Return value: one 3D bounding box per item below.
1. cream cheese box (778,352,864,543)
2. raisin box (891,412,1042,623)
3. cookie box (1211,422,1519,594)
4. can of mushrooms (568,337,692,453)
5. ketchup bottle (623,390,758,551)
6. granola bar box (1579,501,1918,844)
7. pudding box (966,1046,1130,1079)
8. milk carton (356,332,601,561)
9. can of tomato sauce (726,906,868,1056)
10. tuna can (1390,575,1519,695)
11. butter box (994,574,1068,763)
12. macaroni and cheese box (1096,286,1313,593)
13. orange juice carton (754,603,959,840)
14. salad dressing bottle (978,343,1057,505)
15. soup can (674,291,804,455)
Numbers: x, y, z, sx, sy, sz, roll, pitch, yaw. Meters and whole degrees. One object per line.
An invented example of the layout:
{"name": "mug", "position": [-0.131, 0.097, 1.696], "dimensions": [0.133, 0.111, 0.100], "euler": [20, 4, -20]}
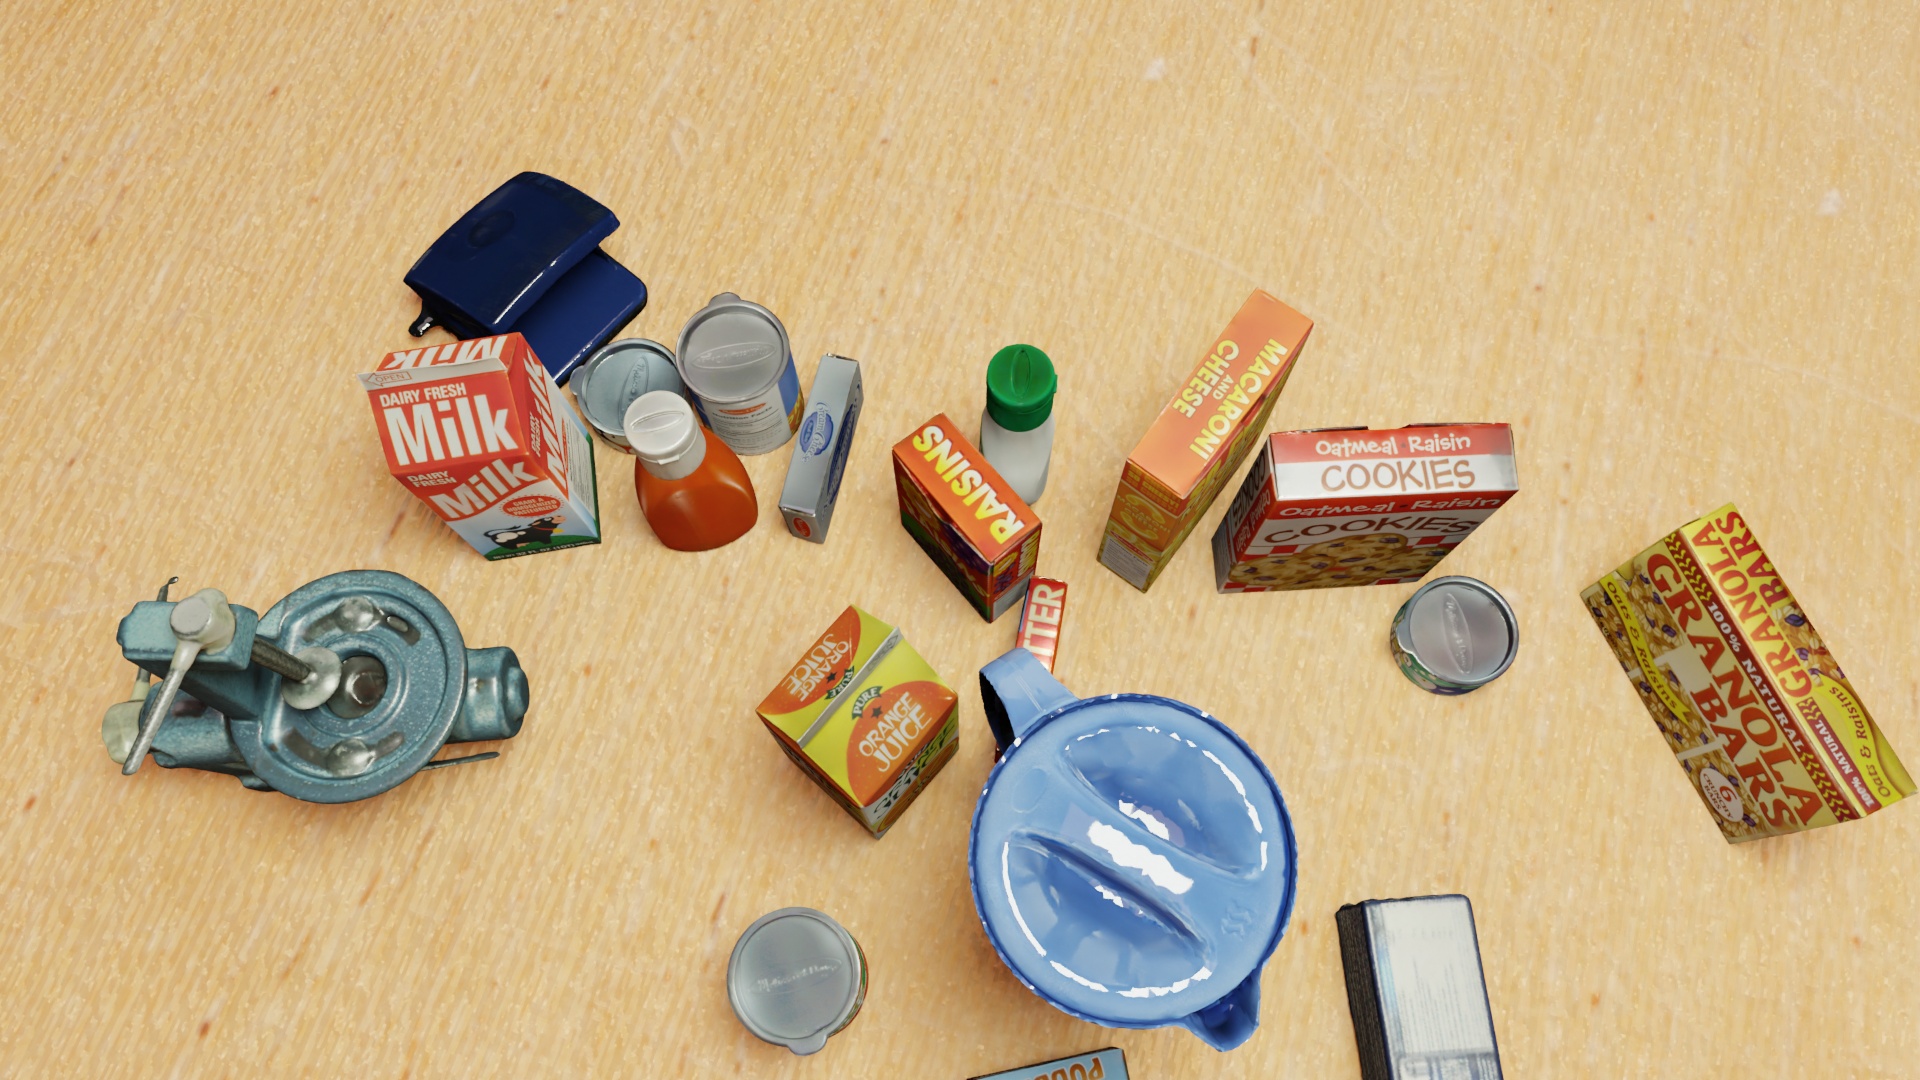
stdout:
{"name": "cream cheese box", "position": [-0.083, -0.055, 0.838], "dimensions": [0.024, 0.053, 0.104], "euler": [12, 72, 4]}
{"name": "raisin box", "position": [0.003, -0.010, 0.786], "dimensions": [0.040, 0.123, 0.086], "euler": [-38, 75, -11]}
{"name": "cookie box", "position": [0.215, -0.015, 0.765], "dimensions": [0.123, 0.167, 0.040], "euler": [-3, 72, -1]}
{"name": "can of mushrooms", "position": [-0.203, -0.090, 0.860], "dimensions": [0.071, 0.033, 0.071], "euler": [0, 71, 0]}
{"name": "ketchup bottle", "position": [-0.155, -0.037, 0.782], "dimensions": [0.065, 0.148, 0.043], "euler": [-16, 72, -5]}
{"name": "granola bar box", "position": [0.420, 0.077, 0.757], "dimensions": [0.039, 0.124, 0.166], "euler": [-22, 73, -7]}
{"name": "pudding box", "position": [0.045, 0.288, 0.723], "dimensions": [0.084, 0.049, 0.030], "euler": [-11, 72, -4]}
{"name": "milk carton", "position": [-0.259, -0.055, 0.766], "dimensions": [0.072, 0.190, 0.073], "euler": [-9, 72, -3]}
{"name": "can of tomato sauce", "position": [-0.082, 0.230, 0.725], "dimensions": [0.071, 0.083, 0.071], "euler": [0, 71, 0]}
{"name": "tuna can", "position": [0.285, 0.057, 0.812], "dimensions": [0.071, 0.032, 0.071], "euler": [0, 71, 0]}
{"name": "butter box", "position": [0.040, 0.076, 0.794], "dimensions": [0.024, 0.053, 0.104], "euler": [11, 72, 4]}
{"name": "macaroni and cheese box", "position": [0.134, -0.050, 0.778], "dimensions": [0.040, 0.166, 0.124], "euler": [35, 75, 11]}
{"name": "orange juice carton", "position": [-0.050, 0.094, 0.714], "dimensions": [0.073, 0.192, 0.072], "euler": [39, 76, 12]}
{"name": "salad dressing bottle", "position": [0.032, -0.065, 0.792], "dimensions": [0.044, 0.147, 0.064], "euler": [4, 72, 1]}
{"name": "soup can", "position": [-0.131, -0.099, 0.837], "dimensions": [0.071, 0.083, 0.071], "euler": [0, 71, 0]}
